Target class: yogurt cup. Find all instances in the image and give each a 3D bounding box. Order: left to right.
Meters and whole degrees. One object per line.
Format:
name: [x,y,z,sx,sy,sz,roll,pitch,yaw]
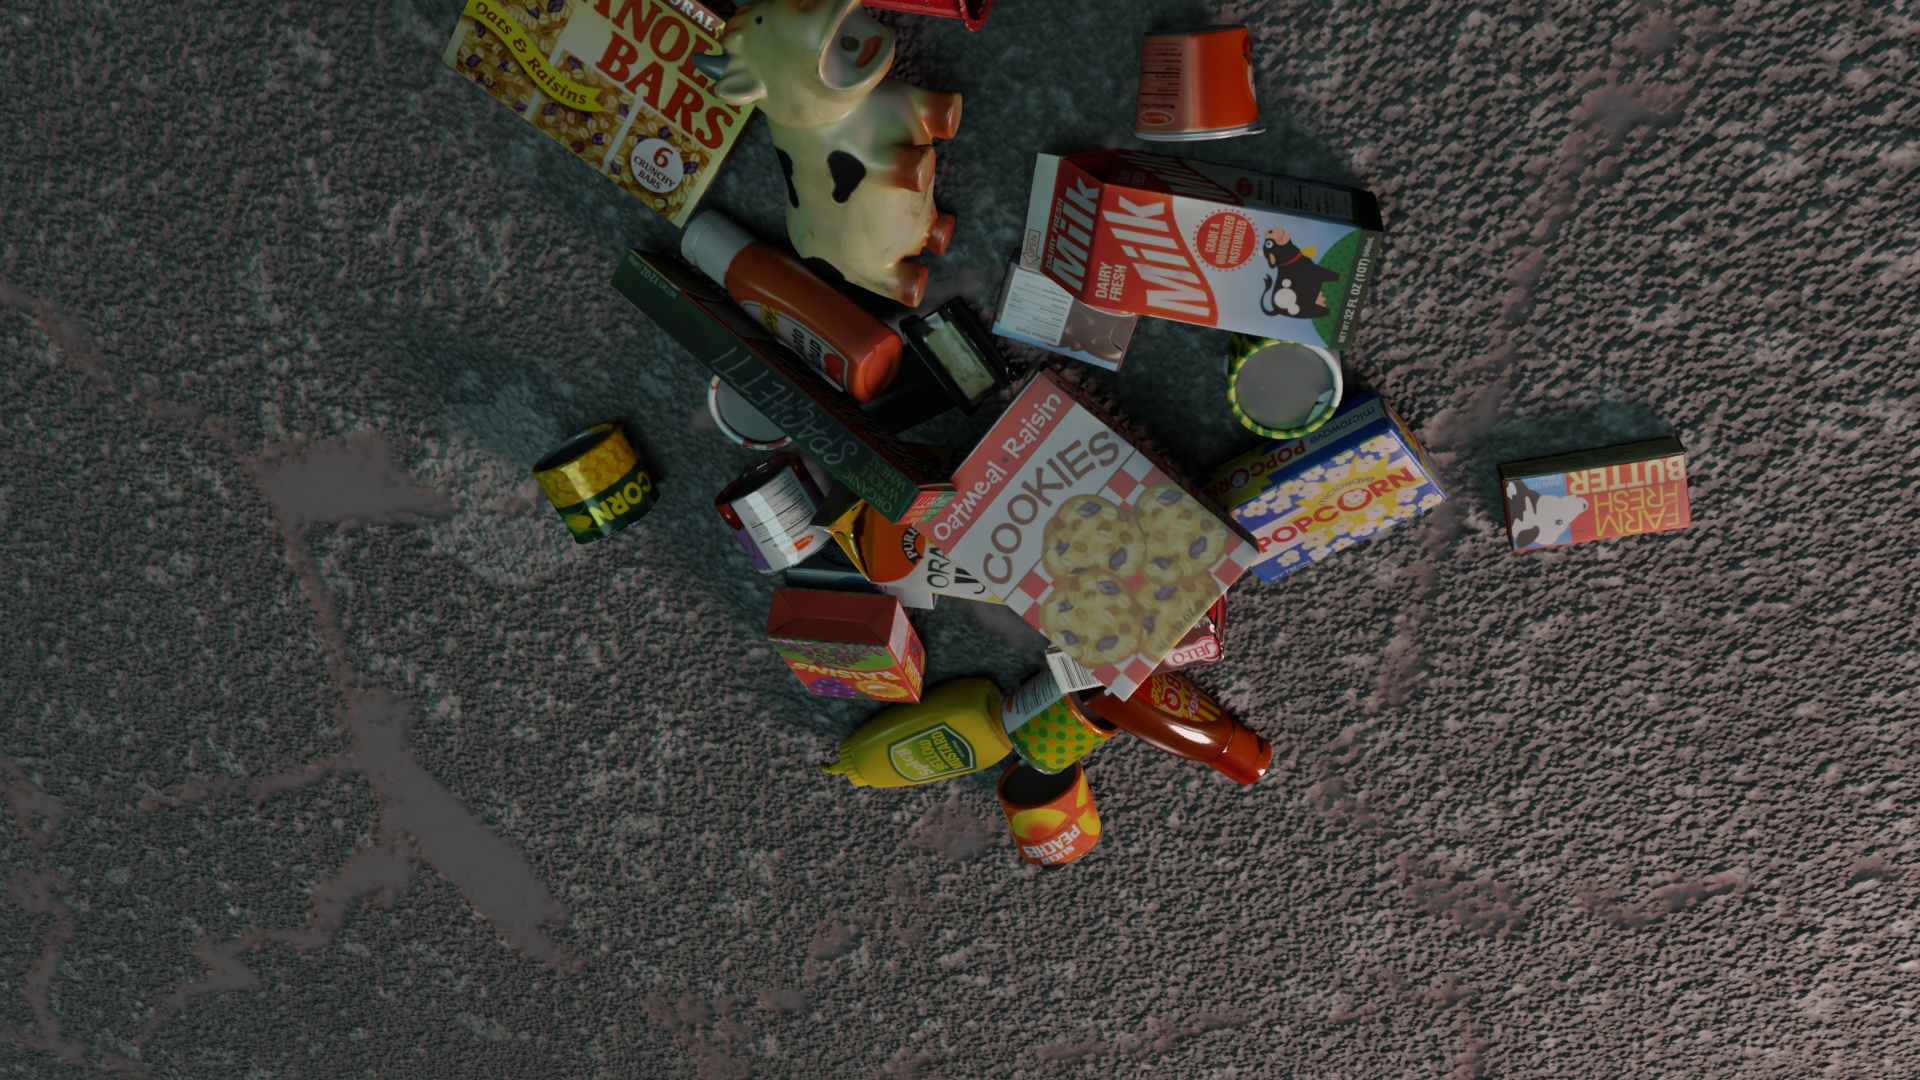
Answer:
yogurt cup: [0.126,-0.245,0.742,0.072,0.073,0.053,0,113,12]

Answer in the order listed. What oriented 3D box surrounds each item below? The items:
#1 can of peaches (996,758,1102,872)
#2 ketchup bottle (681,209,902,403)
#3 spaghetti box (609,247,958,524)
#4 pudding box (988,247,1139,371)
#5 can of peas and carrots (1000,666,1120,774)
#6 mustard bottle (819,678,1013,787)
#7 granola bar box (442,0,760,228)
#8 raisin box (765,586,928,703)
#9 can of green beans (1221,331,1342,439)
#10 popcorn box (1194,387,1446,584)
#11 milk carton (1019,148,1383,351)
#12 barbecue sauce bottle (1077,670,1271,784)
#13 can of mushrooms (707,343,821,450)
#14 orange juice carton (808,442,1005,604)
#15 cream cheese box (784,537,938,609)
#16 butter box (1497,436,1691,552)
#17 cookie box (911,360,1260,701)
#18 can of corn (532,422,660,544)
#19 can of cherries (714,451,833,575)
can of peaches: [0.065,0.198,1.021,0.071,0.071,0.057,-11,117,18]
ketchup bottle: [-0.103,-0.145,0.838,0.149,0.043,0.064,38,165,14]
spaghetti box: [-0.108,-0.094,0.829,0.250,0.050,0.028,40,108,18]
pudding box: [0.064,-0.139,0.839,0.084,0.030,0.049,17,122,1]
can of peas and carrots: [0.073,0.123,0.977,0.071,0.071,0.058,42,120,-14]
mustard bottle: [-0.038,0.151,1.028,0.160,0.049,0.065,-22,115,23]
granola bar box: [-0.197,-0.281,0.803,0.165,0.039,0.123,35,121,-10]
raisin box: [-0.076,0.074,0.959,0.086,0.040,0.123,3,156,11]
can of green beans: [0.190,-0.101,0.818,0.071,0.058,0.071,6,122,9]
popcorn box: [0.219,-0.031,0.849,0.126,0.038,0.085,-29,136,26]
milk carton: [0.131,-0.168,0.781,0.191,0.074,0.072,12,122,5]
barbecue sauce bottle: [0.150,0.121,0.963,0.148,0.065,0.043,32,125,-19]
can of mushrooms: [-0.127,-0.095,0.906,0.071,0.034,0.070,6,122,10]
orange juice carton: [0.003,-0.011,0.906,0.193,0.072,0.072,9,122,7]
cream cheese box: [-0.063,0.019,0.950,0.104,0.054,0.024,5,123,9]
butter box: [0.384,-0.027,0.841,0.103,0.024,0.053,-9,118,17]
cookie box: [0.074,-0.005,0.828,0.167,0.040,0.122,40,106,-2]
can of corn: [-0.247,-0.040,0.945,0.071,0.071,0.058,-17,115,21]
can of cherries: [-0.123,-0.019,0.933,0.071,0.072,0.058,-23,111,24]
